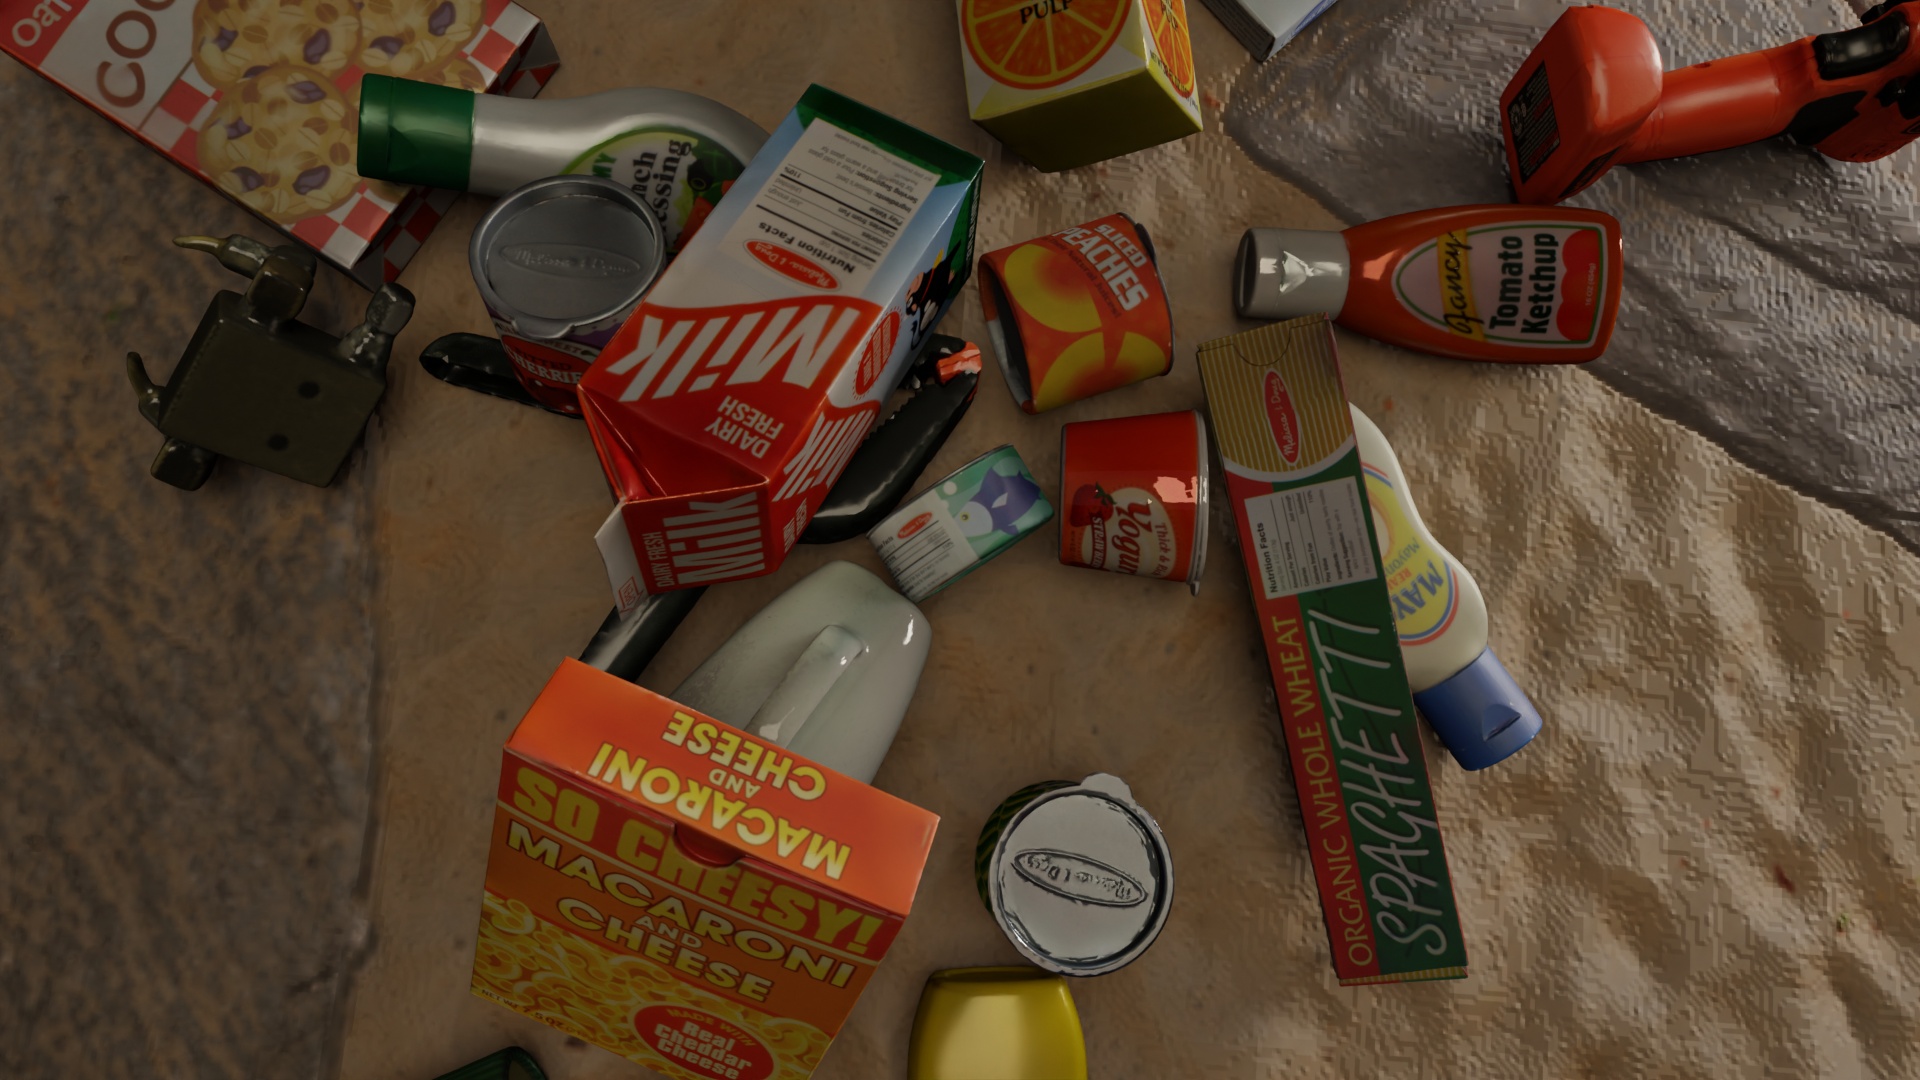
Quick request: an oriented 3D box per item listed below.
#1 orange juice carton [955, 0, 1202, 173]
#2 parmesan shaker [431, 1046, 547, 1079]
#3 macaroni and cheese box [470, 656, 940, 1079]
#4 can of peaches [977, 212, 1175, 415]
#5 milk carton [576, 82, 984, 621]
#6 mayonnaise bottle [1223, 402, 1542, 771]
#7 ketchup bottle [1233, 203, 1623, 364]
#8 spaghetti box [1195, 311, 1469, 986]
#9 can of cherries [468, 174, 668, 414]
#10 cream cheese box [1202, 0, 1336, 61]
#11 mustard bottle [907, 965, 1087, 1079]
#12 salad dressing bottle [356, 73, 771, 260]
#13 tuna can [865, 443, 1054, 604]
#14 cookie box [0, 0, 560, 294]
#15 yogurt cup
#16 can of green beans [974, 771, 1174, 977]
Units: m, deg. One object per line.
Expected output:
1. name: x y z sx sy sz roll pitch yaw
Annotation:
1. orange juice carton: 0.040 -0.253 0.548 0.073 0.072 0.193 -10 82 25
2. parmesan shaker: -0.193 0.222 0.475 0.103 0.071 0.071 -22 85 -8
3. macaroni and cheese box: -0.090 0.122 0.452 0.124 0.165 0.040 23 45 -2
4. can of peaches: 0.044 -0.089 0.538 0.058 0.071 0.071 -18 84 -6
5. milk carton: -0.068 -0.061 0.485 0.073 0.072 0.191 27 65 8
6. mayonnaise bottle: 0.170 0.020 0.547 0.065 0.041 0.148 -35 86 -1
7. ketchup bottle: 0.188 -0.106 0.566 0.149 0.043 0.064 2 99 -4
8. spaghetti box: 0.139 0.043 0.519 0.050 0.029 0.249 -12 94 17
9. can of cherries: -0.137 -0.085 0.500 0.071 0.058 0.072 2 63 -3
10. cream cheese box: 0.115 -0.260 0.592 0.053 0.024 0.104 -42 87 -8
11. mustard bottle: 0.013 0.238 0.499 0.065 0.048 0.160 1 82 -5
12. salad dressing bottle: -0.145 -0.142 0.520 0.148 0.064 0.044 4 40 -22
13. tuna can: 0.002 -0.007 0.526 0.071 0.071 0.033 -32 87 -8
14. cookie box: -0.265 -0.193 0.540 0.167 0.040 0.123 33 81 0
15. yogurt cup: 0.065 -0.017 0.534 0.054 0.072 0.072 1 82 3
16. can of green beans: 0.040 0.122 0.513 0.071 0.057 0.071 1 82 -5
